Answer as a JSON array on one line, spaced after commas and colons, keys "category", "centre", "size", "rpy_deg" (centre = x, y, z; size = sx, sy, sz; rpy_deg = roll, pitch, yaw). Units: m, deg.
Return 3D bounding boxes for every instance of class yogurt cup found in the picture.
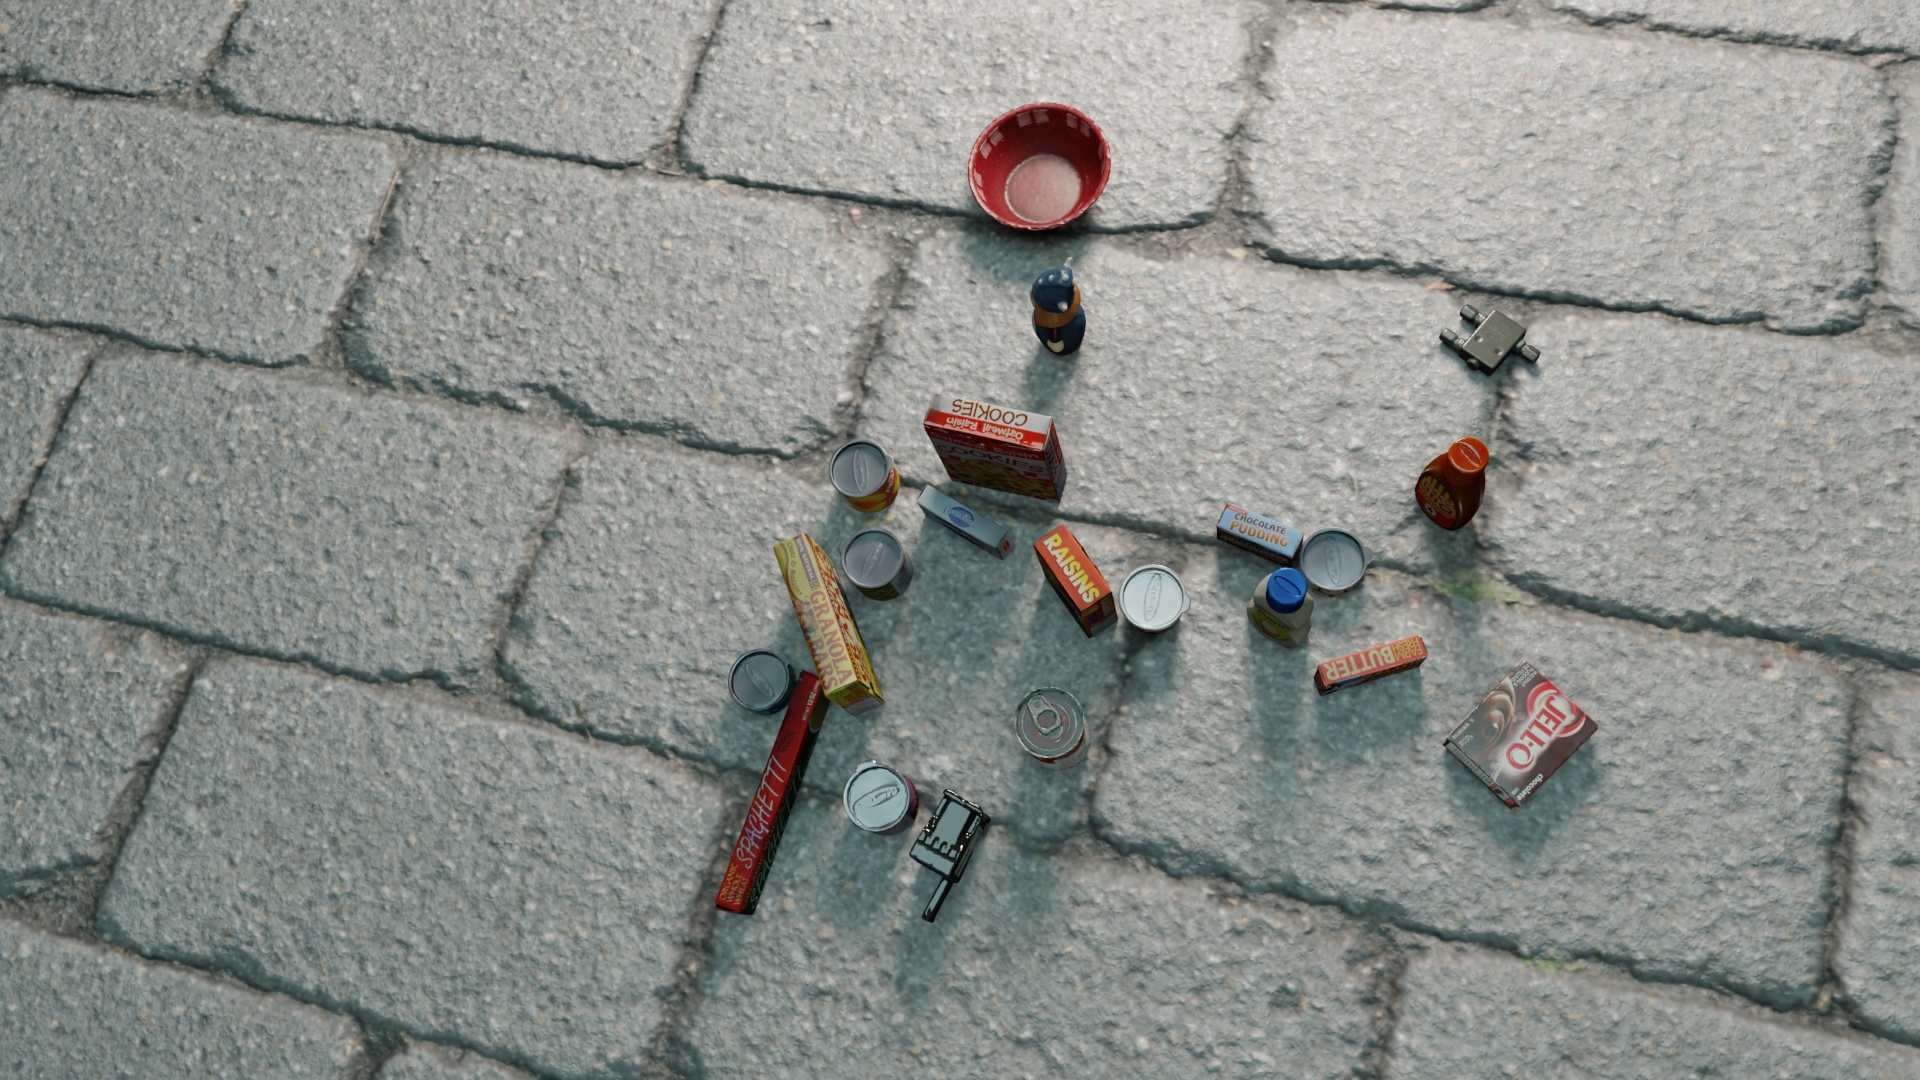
[{"category": "yogurt cup", "centre": [0.195, 0.063, 1.403], "size": [0.072, 0.054, 0.072], "rpy_deg": [-3, 73, 9]}]

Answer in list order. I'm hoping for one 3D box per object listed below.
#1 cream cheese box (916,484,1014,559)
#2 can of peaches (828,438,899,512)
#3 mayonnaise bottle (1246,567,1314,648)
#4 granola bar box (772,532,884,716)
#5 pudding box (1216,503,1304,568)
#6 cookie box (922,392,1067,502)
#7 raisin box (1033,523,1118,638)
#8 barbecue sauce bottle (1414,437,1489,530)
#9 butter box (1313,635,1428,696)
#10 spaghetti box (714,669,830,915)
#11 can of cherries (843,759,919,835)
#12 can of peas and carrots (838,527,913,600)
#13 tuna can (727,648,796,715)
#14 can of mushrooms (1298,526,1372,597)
[{"category": "cream cheese box", "centre": [0.005, -0.018, 1.460], "size": [0.104, 0.053, 0.024], "rpy_deg": [30, 81, 17]}, {"category": "can of peaches", "centre": [-0.100, -0.069, 1.491], "size": [0.071, 0.058, 0.071], "rpy_deg": [-3, 73, 9]}, {"category": "mayonnaise bottle", "centre": [0.309, 0.062, 1.335], "size": [0.065, 0.147, 0.041], "rpy_deg": [37, 83, 17]}, {"category": "granola bar box", "centre": [-0.132, 0.087, 1.413], "size": [0.039, 0.124, 0.166], "rpy_deg": [-23, 71, 2]}, {"category": "pudding box", "centre": [0.303, -0.005, 1.408], "size": [0.084, 0.049, 0.030], "rpy_deg": [24, 79, 15]}, {"category": "cookie box", "centre": [0.039, -0.091, 1.417], "size": [0.123, 0.167, 0.040], "rpy_deg": [13, 76, 13]}, {"category": "raisin box", "centre": [0.117, 0.042, 1.386], "size": [0.040, 0.123, 0.086], "rpy_deg": [-33, 71, -1]}, {"category": "barbecue sauce bottle", "centre": [0.479, -0.058, 1.344], "size": [0.044, 0.148, 0.065], "rpy_deg": [-36, 71, -2]}, {"category": "butter box", "centre": [0.398, 0.122, 1.352], "size": [0.103, 0.053, 0.024], "rpy_deg": [-17, 72, 4]}, {"category": "spaghetti box", "centre": [-0.187, 0.256, 1.409], "size": [0.029, 0.050, 0.250], "rpy_deg": [16, 76, 14]}, {"category": "can of cherries", "centre": [-0.078, 0.257, 1.386], "size": [0.071, 0.058, 0.071], "rpy_deg": [-3, 73, 9]}, {"category": "can of peas and carrots", "centre": [-0.089, 0.025, 1.460], "size": [0.071, 0.058, 0.071], "rpy_deg": [-3, 73, 9]}, {"category": "tuna can", "centre": [-0.205, 0.147, 1.455], "size": [0.071, 0.032, 0.071], "rpy_deg": [-3, 73, 9]}, {"category": "can of mushrooms", "centre": [0.376, 0.022, 1.396], "size": [0.071, 0.033, 0.071], "rpy_deg": [-3, 73, 9]}]
